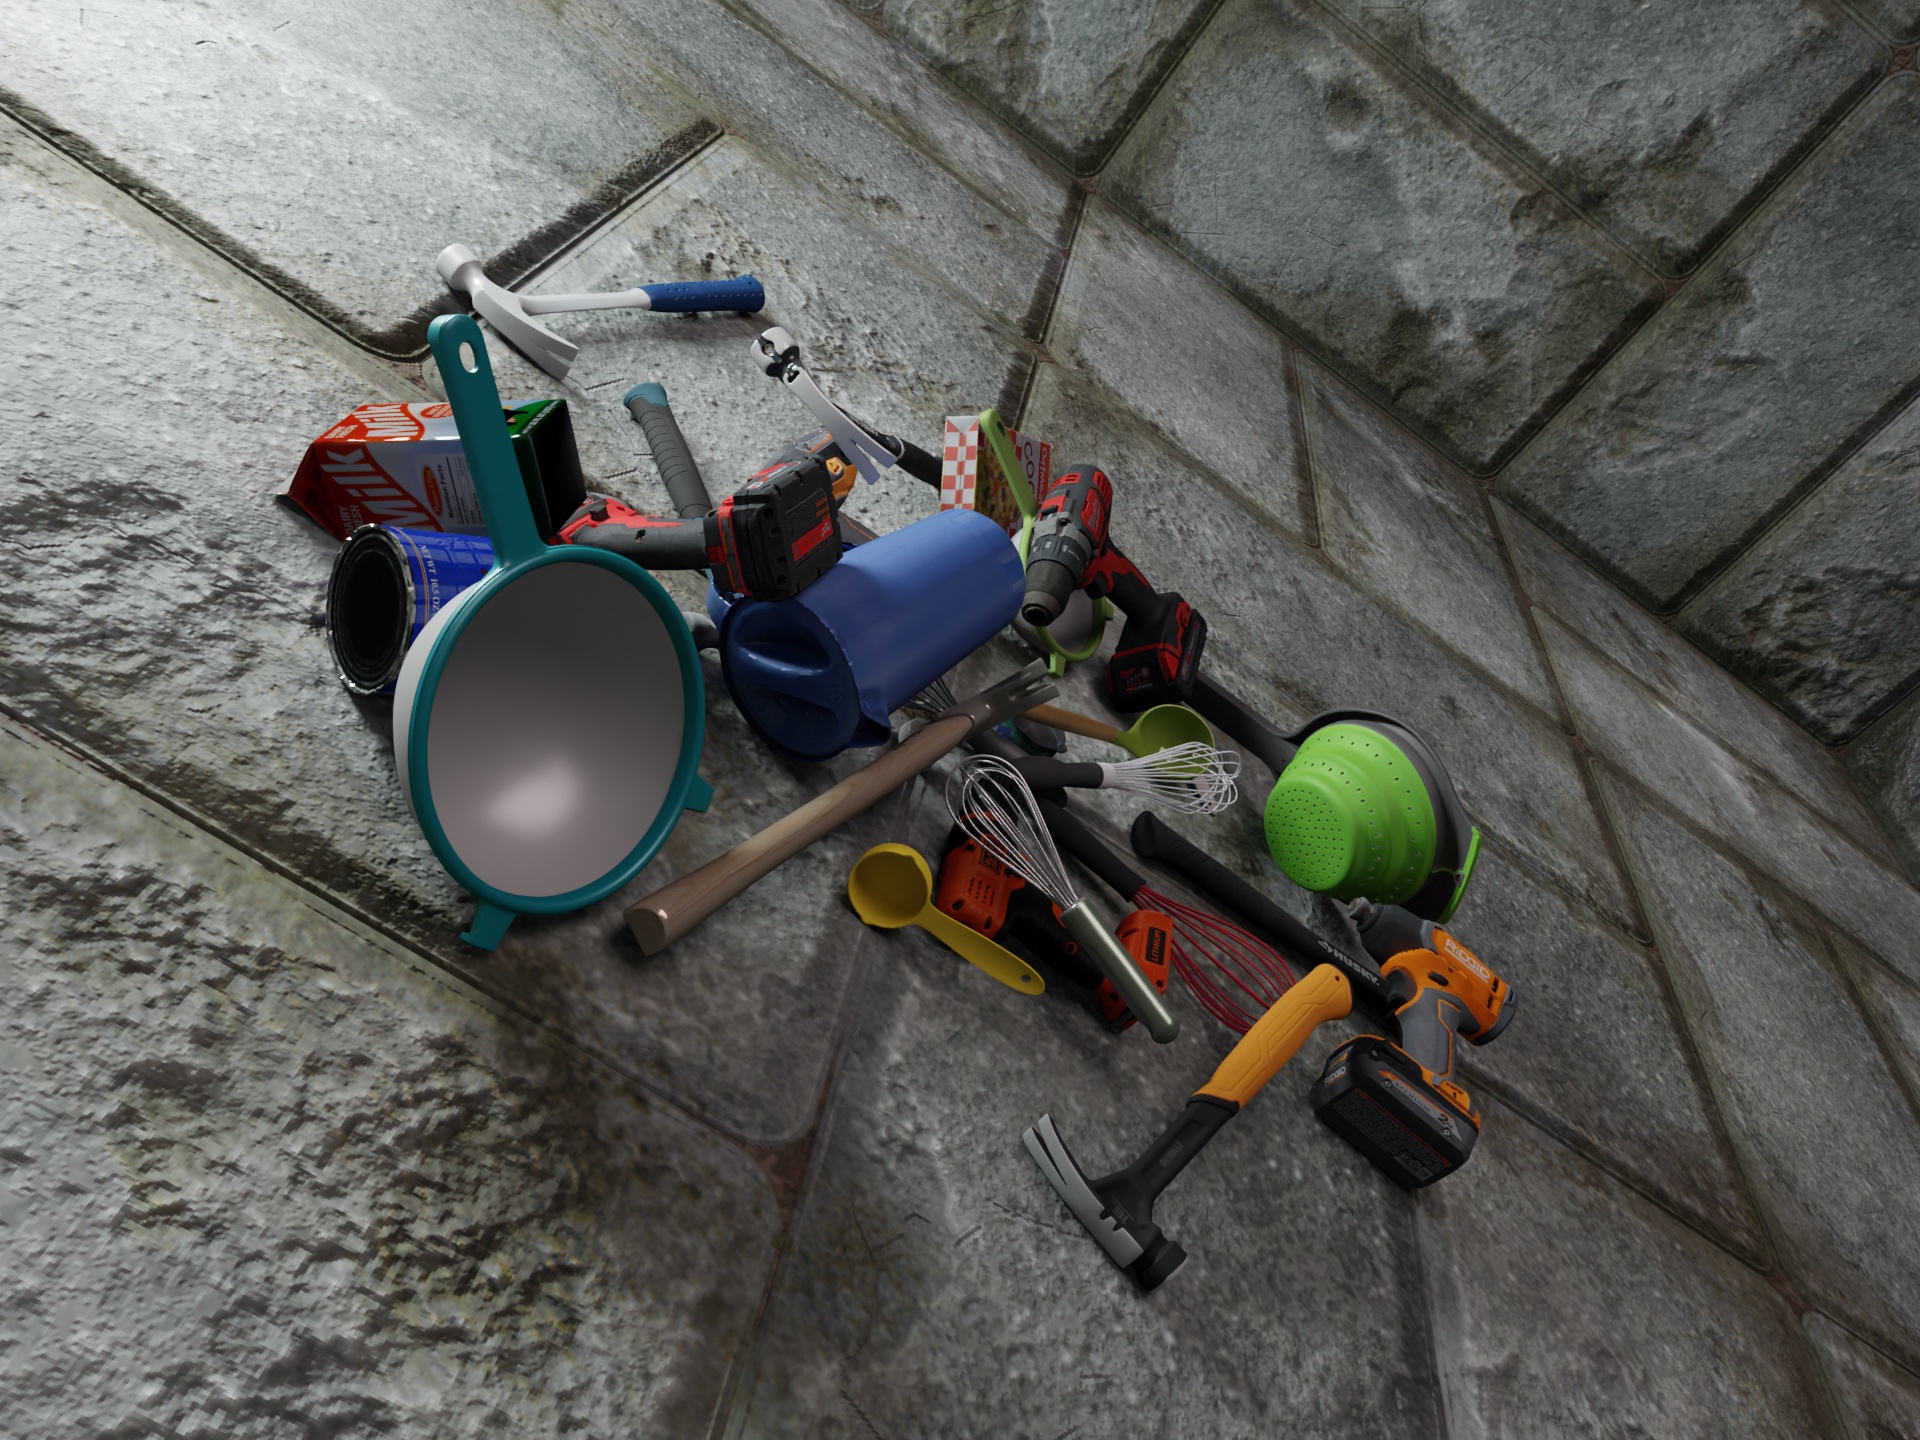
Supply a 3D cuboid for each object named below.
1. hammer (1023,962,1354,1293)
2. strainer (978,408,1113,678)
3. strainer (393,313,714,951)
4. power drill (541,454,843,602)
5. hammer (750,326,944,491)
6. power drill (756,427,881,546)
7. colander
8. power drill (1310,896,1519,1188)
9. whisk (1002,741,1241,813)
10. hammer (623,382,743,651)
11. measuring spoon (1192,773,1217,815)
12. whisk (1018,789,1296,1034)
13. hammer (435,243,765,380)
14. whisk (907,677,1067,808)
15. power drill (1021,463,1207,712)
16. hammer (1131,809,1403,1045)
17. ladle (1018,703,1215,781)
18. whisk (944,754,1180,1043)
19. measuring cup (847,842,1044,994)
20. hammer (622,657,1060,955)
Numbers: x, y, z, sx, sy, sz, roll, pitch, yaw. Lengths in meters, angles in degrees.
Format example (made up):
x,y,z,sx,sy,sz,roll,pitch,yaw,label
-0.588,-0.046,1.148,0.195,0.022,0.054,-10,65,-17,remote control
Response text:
x,y,z,sx,sy,sz,roll,pitch,yaw,label
0.183,0.253,1.120,0.127,0.034,0.337,47,43,13,hammer
0.055,-0.170,1.518,0.151,0.069,0.256,-47,118,-51,strainer
-0.264,-0.056,0.899,0.095,0.340,0.211,8,28,36,strainer
-0.203,-0.133,1.131,0.220,0.078,0.143,-1,22,19,power drill
-0.063,-0.253,1.469,0.149,0.036,0.409,49,11,11,hammer
-0.069,-0.156,1.421,0.226,0.084,0.185,44,27,-1,power drill
0.299,0.053,1.504,0.094,0.204,0.398,-15,39,-34,colander
0.368,0.252,1.316,0.164,0.084,0.226,39,42,0,power drill
0.141,0.049,1.357,0.284,0.070,0.070,3,46,-41,whisk
-0.218,-0.170,1.312,0.128,0.033,0.331,9,41,-41,hammer
0.217,0.043,1.544,0.034,0.018,0.124,8,49,-44,measuring spoon
0.157,0.150,1.279,0.296,0.073,0.073,41,29,14,whisk
-0.308,-0.397,1.517,0.144,0.035,0.405,45,30,9,hammer
-0.001,-0.005,1.324,0.239,0.055,0.055,40,29,-7,whisk
0.136,-0.106,1.490,0.226,0.080,0.188,51,42,-31,power drill
0.290,0.182,1.411,0.334,0.035,0.146,35,30,-9,hammer
0.128,0.003,1.396,0.320,0.062,0.078,15,51,-53,ladle
0.074,0.127,1.124,0.246,0.059,0.057,53,-12,7,whisk
-0.006,0.140,1.099,0.156,0.062,0.029,34,18,-3,measuring cup
-0.076,0.053,1.084,0.410,0.146,0.038,-33,95,-55,hammer
